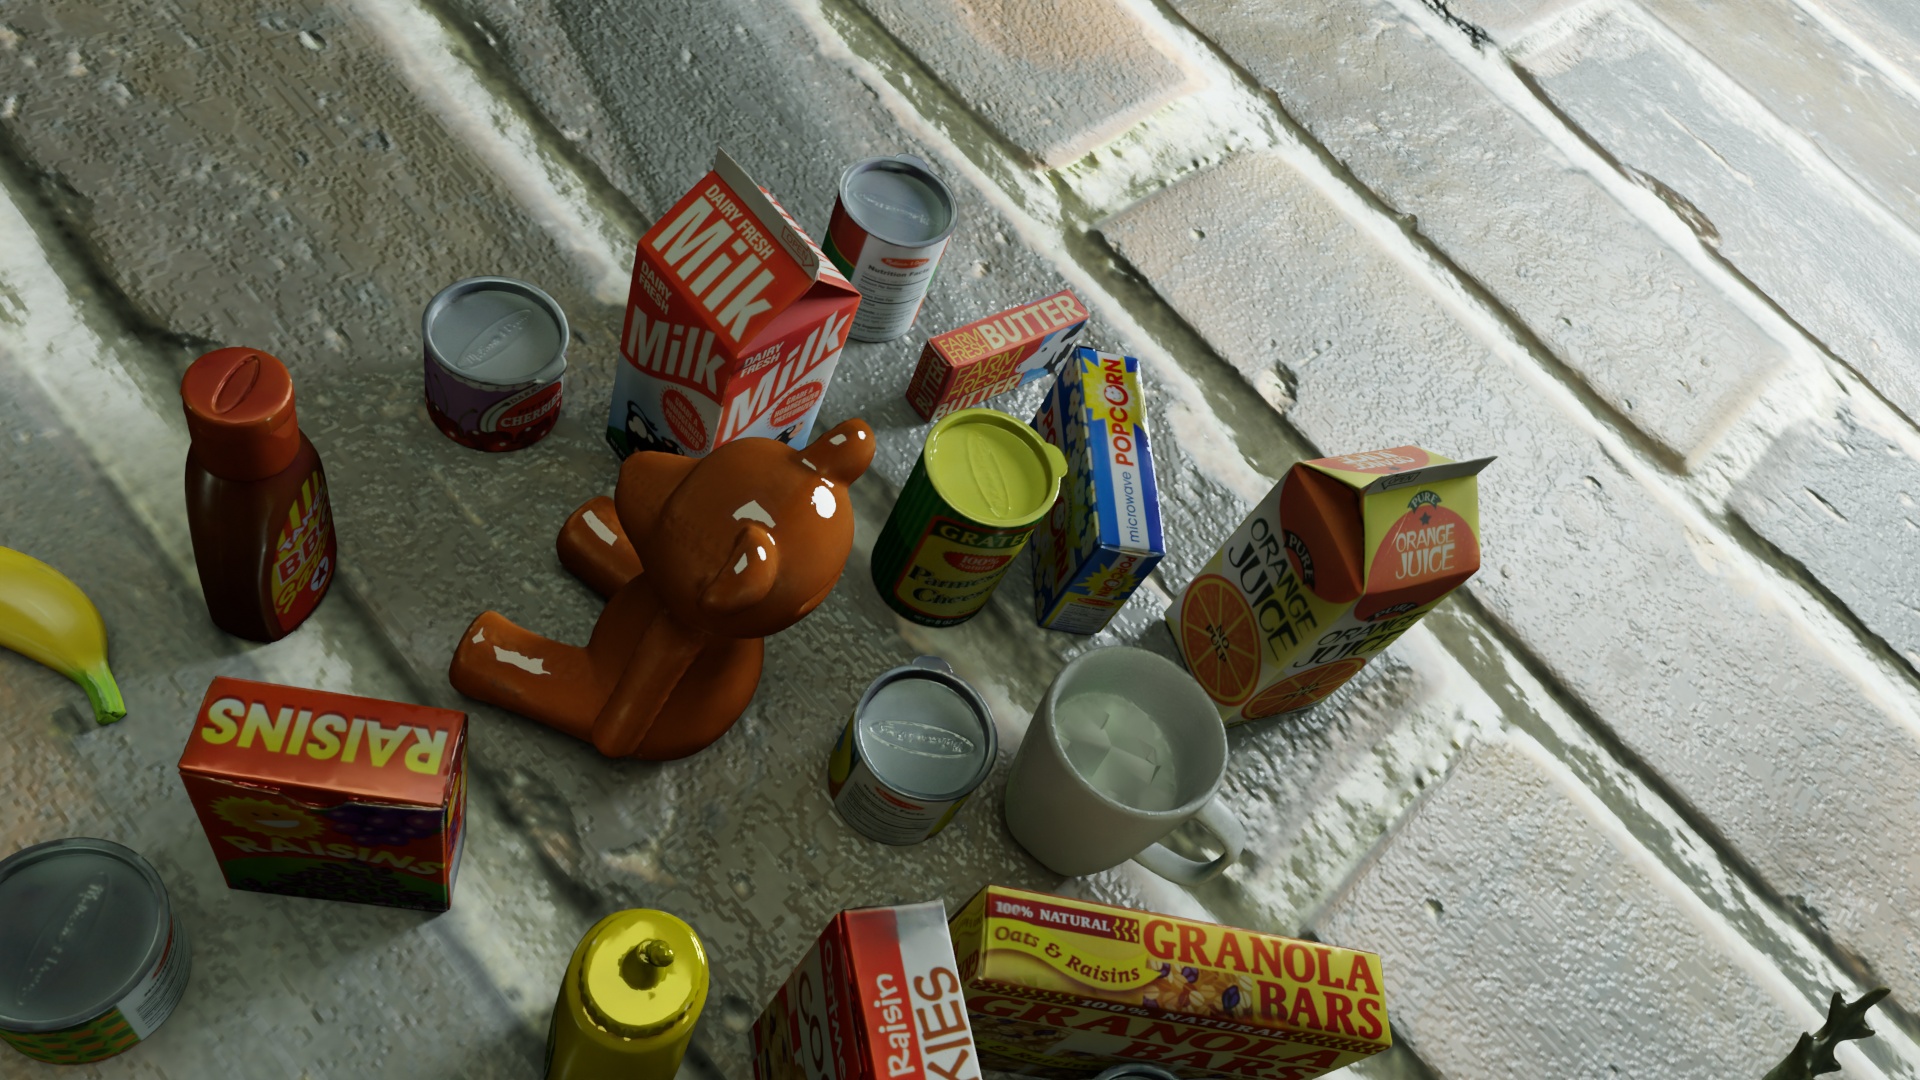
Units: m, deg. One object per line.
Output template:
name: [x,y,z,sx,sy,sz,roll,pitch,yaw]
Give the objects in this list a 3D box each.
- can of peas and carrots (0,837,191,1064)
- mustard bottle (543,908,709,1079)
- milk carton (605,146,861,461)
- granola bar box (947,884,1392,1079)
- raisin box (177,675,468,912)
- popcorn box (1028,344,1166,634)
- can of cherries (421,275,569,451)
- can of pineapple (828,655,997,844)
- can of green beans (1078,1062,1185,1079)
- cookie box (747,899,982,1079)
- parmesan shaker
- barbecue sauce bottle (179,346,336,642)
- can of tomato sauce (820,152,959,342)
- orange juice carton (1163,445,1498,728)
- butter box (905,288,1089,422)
can of peas and carrots: [-0.317,0.146,0.493,0.071,0.058,0.071,10,56,-14]
mustard bottle: [-0.118,0.163,0.492,0.049,0.159,0.065,13,55,-12]
milk carton: [-0.106,-0.090,0.642,0.074,0.189,0.072,-33,74,-33]
granola bar box: [0.068,0.189,0.566,0.166,0.123,0.039,13,55,-12]
raisin box: [-0.231,0.098,0.516,0.086,0.122,0.040,12,56,-13]
popcorn box: [0.067,-0.026,0.729,0.038,0.084,0.127,7,56,-16]
can of cherries: [-0.225,-0.083,0.676,0.071,0.058,0.072,10,56,-14]
can of pineapple: [-0.022,0.097,0.634,0.071,0.057,0.071,10,56,-14]
can of green beans: [0.065,0.253,0.565,0.071,0.057,0.071,10,56,-14]
cookie box: [-0.034,0.212,0.487,0.040,0.166,0.123,-3,60,-22]
parmesan shaker: [0.002,-0.009,0.683,0.071,0.102,0.071,10,56,-14]
barbecue sauce bottle: [-0.282,-0.018,0.557,0.044,0.147,0.065,19,54,-8]
can of tomato sauce: [-0.045,-0.163,0.779,0.071,0.082,0.071,10,56,-14]
orange juice carton: [0.180,0.016,0.676,0.072,0.191,0.073,-9,62,-25]
butter box: [0.021,-0.104,0.783,0.104,0.052,0.024,-25,70,-31]
